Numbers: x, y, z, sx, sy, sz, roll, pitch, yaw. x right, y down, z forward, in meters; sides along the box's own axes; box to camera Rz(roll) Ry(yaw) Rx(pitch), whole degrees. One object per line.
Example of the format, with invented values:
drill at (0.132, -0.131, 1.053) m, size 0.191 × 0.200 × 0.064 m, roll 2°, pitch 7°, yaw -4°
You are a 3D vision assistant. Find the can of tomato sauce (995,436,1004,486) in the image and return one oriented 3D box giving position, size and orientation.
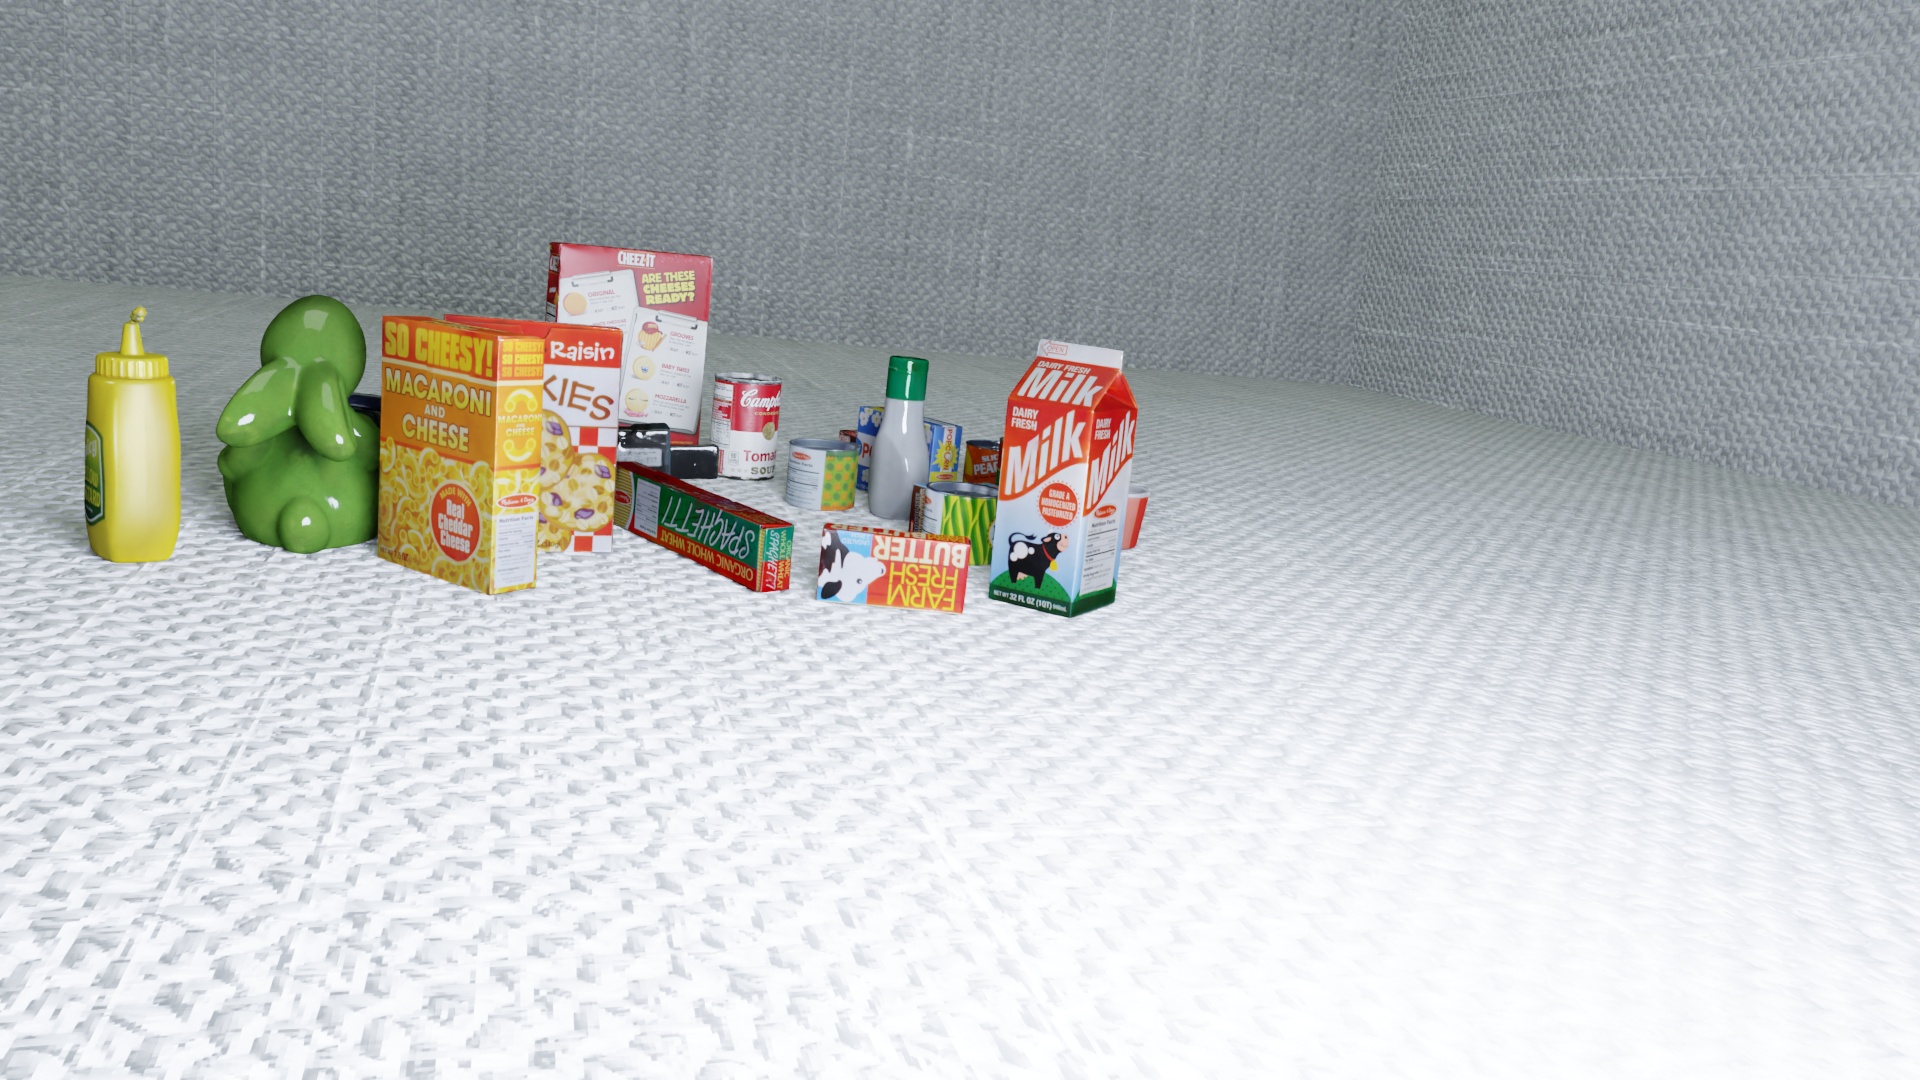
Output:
can of tomato sauce at (0.066, -0.050, 1.281) m, size 0.071 × 0.083 × 0.071 m, roll 6°, pitch 11°, yaw -1°

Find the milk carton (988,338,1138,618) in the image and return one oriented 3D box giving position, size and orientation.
milk carton at (0.077, -0.047, 1.010) m, size 0.072 × 0.190 × 0.073 m, roll 13°, pitch 13°, yaw 32°

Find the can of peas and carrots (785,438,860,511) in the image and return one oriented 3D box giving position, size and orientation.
can of peas and carrots at (-0.128, -0.062, 1.301) m, size 0.071 × 0.058 × 0.071 m, roll 6°, pitch 11°, yaw -1°

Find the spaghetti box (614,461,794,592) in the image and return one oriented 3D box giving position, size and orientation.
spaghetti box at (-0.204, -0.014, 1.052) m, size 0.029 × 0.050 × 0.250 m, roll -3°, pitch 15°, yaw -40°

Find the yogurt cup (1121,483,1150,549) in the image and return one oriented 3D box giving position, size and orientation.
yogurt cup at (0.135, -0.023, 1.261) m, size 0.072 × 0.053 × 0.072 m, roll 6°, pitch 11°, yaw -1°

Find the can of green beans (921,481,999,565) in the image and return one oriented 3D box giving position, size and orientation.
can of green beans at (0.002, -0.015, 1.140) m, size 0.071 × 0.057 × 0.071 m, roll 6°, pitch 11°, yaw -1°

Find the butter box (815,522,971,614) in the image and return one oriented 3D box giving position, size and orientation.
butter box at (-0.046, 0.020, 0.963) m, size 0.103 × 0.053 × 0.024 m, roll 5°, pitch 11°, yaw -3°

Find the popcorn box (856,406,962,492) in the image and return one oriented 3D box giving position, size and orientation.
popcorn box at (-0.054, -0.081, 1.366) m, size 0.038 × 0.085 × 0.127 m, roll -3°, pitch 15°, yaw -39°

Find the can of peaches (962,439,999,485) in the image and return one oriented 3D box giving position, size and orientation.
can of peaches at (0.035, -0.070, 1.423) m, size 0.071 × 0.058 × 0.071 m, roll 6°, pitch 11°, yaw -1°

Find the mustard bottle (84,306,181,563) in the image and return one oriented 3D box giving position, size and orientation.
mustard bottle at (-0.524, -0.068, 0.877) m, size 0.065 × 0.159 × 0.049 m, roll 16°, pitch 15°, yaw 43°

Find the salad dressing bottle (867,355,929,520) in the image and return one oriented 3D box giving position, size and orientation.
salad dressing bottle at (-0.054, -0.094, 1.275) m, size 0.044 × 0.147 × 0.064 m, roll -3°, pitch 15°, yaw -40°

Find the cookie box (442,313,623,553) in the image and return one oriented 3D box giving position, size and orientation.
cookie box at (-0.312, -0.076, 1.006) m, size 0.123 × 0.167 × 0.040 m, roll 1°, pitch 12°, yaw -23°

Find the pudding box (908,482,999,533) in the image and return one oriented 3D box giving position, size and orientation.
pudding box at (-0.003, -0.024, 1.205) m, size 0.084 × 0.049 × 0.030 m, roll -3°, pitch 14°, yaw -38°

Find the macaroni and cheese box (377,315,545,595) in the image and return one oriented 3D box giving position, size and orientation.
macaroni and cheese box at (-0.331, -0.059, 0.917) m, size 0.124 × 0.166 × 0.040 m, roll 13°, pitch 13°, yaw 32°
